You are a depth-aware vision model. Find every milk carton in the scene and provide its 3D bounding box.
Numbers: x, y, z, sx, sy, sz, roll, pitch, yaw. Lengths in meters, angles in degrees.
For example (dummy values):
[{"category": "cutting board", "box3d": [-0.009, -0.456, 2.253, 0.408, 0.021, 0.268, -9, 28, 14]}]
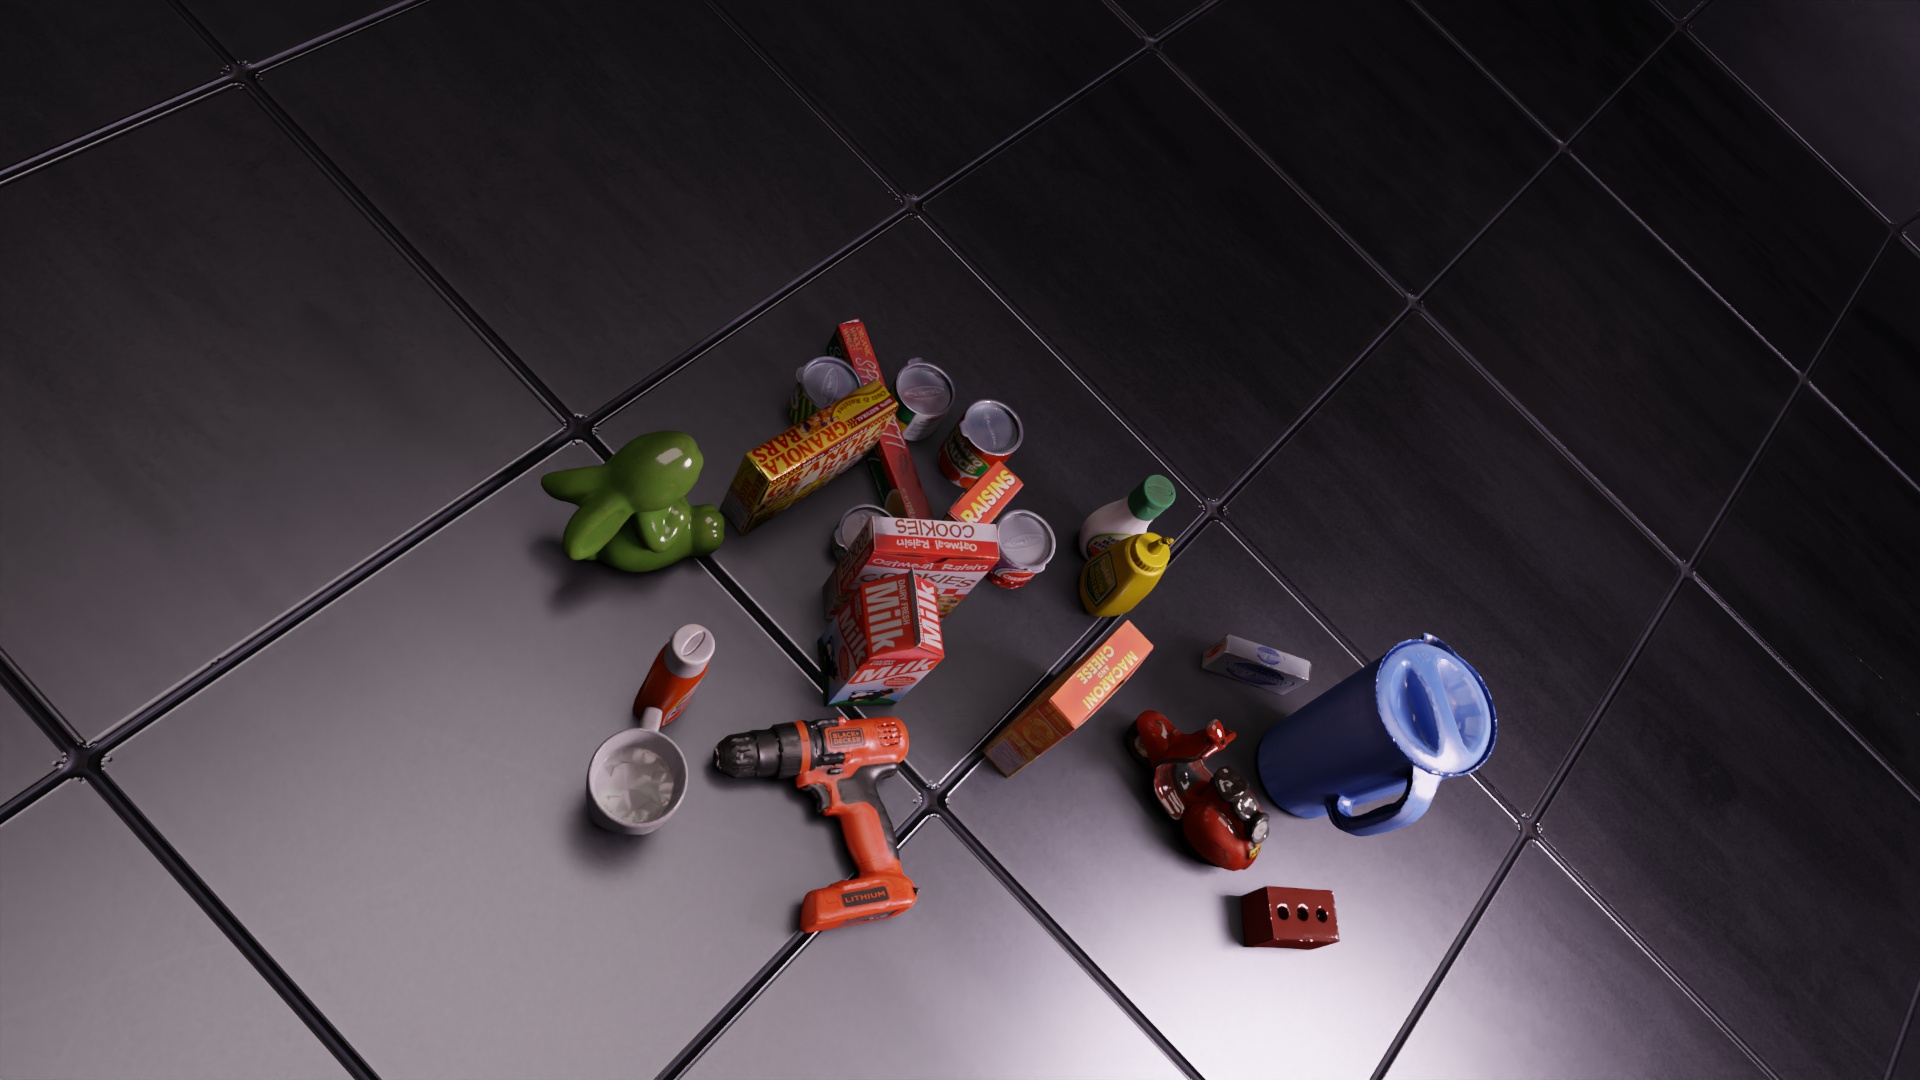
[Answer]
[{"category": "milk carton", "box3d": [-0.069, 0.092, 1.272, 0.073, 0.189, 0.072, 1, 66, -22]}]

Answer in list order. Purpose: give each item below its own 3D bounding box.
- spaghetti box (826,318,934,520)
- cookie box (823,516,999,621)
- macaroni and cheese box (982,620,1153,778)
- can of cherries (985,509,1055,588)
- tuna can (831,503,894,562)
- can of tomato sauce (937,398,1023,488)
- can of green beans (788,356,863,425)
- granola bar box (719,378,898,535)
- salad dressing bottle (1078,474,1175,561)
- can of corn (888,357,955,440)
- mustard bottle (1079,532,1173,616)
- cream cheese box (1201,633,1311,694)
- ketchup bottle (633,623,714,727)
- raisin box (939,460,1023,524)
[{"category": "spaghetti box", "box3d": [-0.085, -0.113, 1.449, 0.029, 0.050, 0.250, -12, 70, -26]}, {"category": "cookie box", "box3d": [-0.050, 0.031, 1.324, 0.123, 0.166, 0.040, 3, 65, -21]}, {"category": "macaroni and cheese box", "box3d": [0.102, 0.154, 1.326, 0.040, 0.165, 0.124, 47, 58, 4]}, {"category": "can of cherries", "box3d": [0.057, 0.012, 1.441, 0.071, 0.058, 0.072, 9, 63, -18]}, {"category": "tuna can", "box3d": [-0.097, -0.001, 1.399, 0.071, 0.032, 0.071, 9, 63, -18]}, {"category": "can of tomato sauce", "box3d": [0.018, -0.100, 1.465, 0.071, 0.082, 0.071, 9, 63, -18]}, {"category": "can of green beans", "box3d": [-0.140, -0.148, 1.439, 0.071, 0.057, 0.071, 9, 63, -18]}, {"category": "granola bar box", "box3d": [-0.148, -0.081, 1.364, 0.166, 0.123, 0.039, -35, 82, -31]}, {"category": "salad dressing bottle", "box3d": [0.174, -0.021, 1.452, 0.064, 0.147, 0.044, 14, 62, -16]}, {"category": "can of corn", "box3d": [-0.046, -0.150, 1.478, 0.071, 0.058, 0.071, 9, 63, -18]}, {"category": "mustard bottle", "box3d": [0.174, 0.027, 1.421, 0.049, 0.159, 0.065, -2, 67, -23]}, {"category": "cream cheese box", "box3d": [0.317, 0.134, 1.490, 0.104, 0.053, 0.024, 19, 60, -13]}, {"category": "ketchup bottle", "box3d": [-0.248, 0.115, 1.213, 0.043, 0.148, 0.065, 38, 58, -1]}, {"category": "raisin box", "box3d": [0.005, -0.018, 1.396, 0.040, 0.123, 0.086, 43, 58, 1]}]
